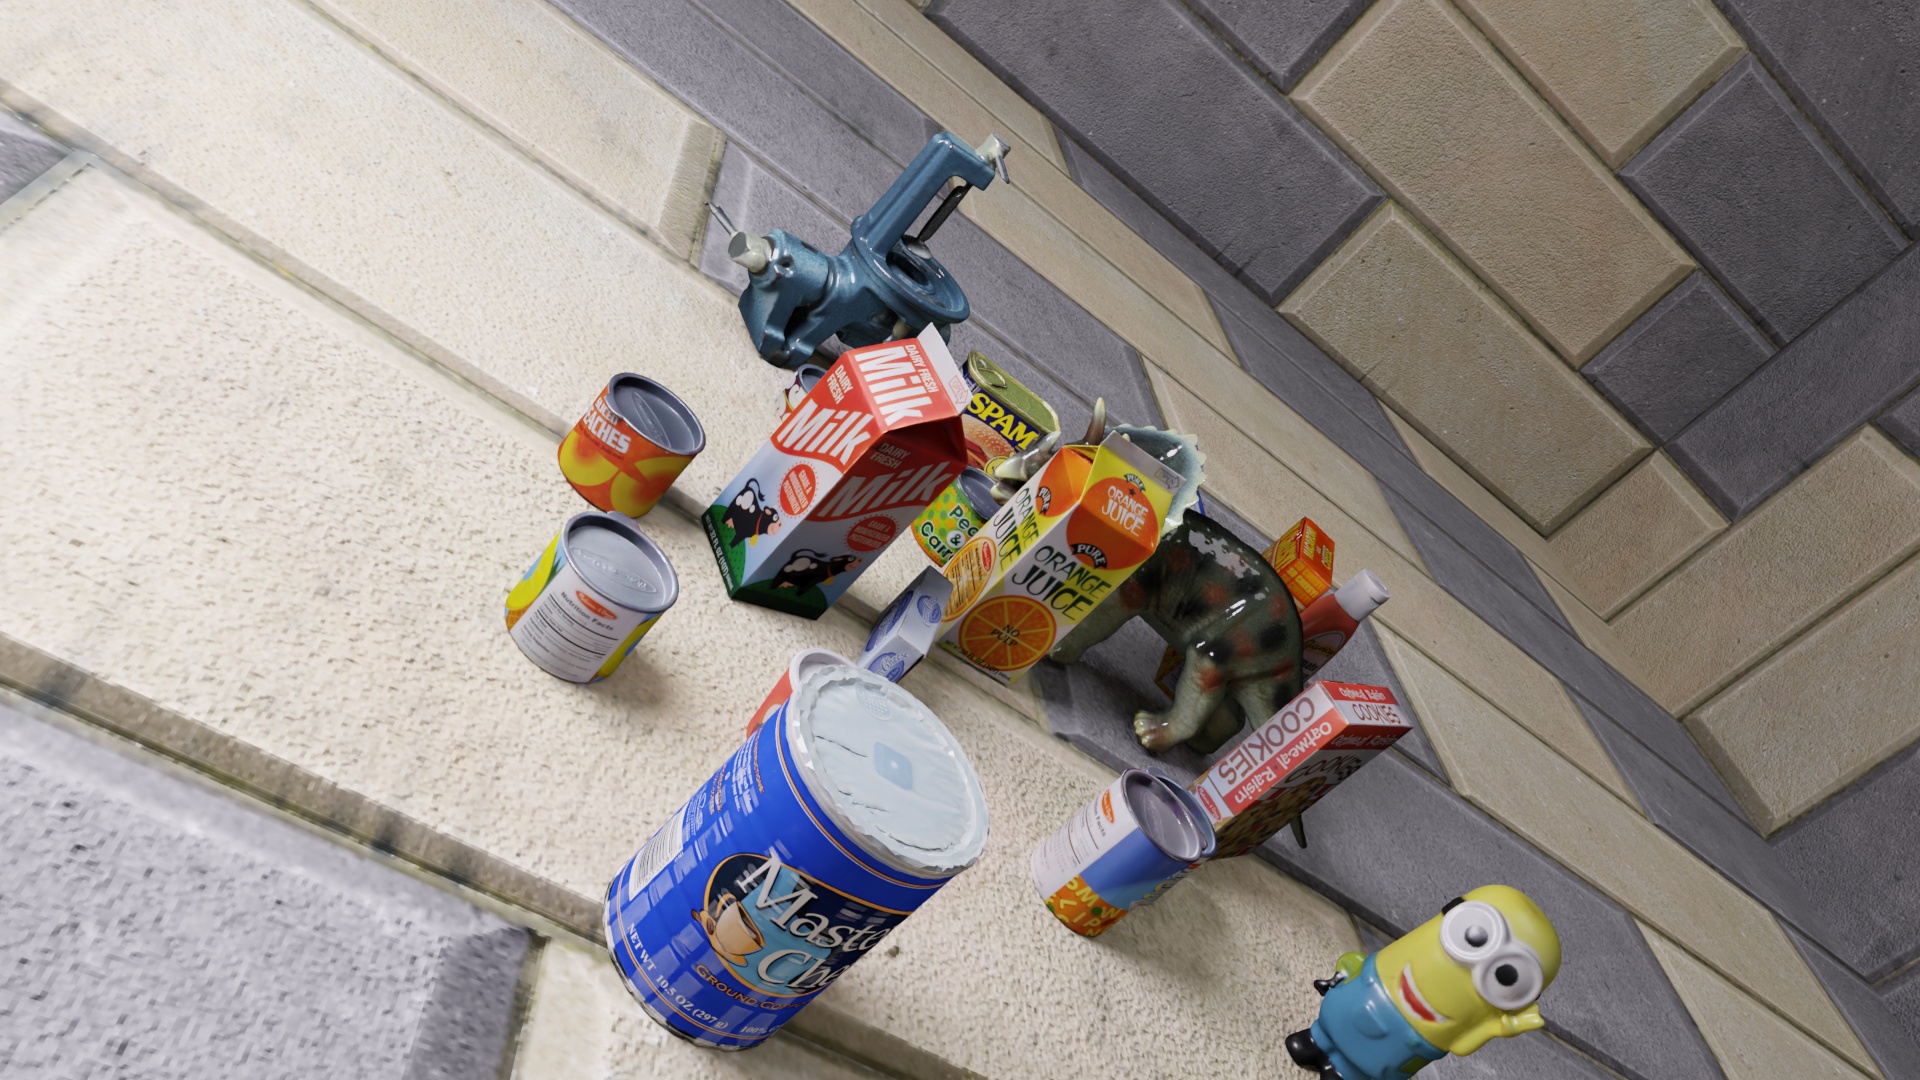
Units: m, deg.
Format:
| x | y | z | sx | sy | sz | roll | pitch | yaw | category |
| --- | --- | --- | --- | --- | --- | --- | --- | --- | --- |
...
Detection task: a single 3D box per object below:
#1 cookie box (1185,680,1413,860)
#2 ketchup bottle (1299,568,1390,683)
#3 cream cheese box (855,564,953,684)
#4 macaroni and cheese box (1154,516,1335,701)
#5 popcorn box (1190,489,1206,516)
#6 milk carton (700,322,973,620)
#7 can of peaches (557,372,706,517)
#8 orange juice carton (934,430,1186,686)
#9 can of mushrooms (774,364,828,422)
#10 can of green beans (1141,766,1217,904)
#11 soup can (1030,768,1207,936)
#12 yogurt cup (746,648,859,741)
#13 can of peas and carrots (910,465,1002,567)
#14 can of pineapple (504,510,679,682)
| x | y | z | sx | sy | sz | roll | pitch | yaw | category |
| --- | --- | --- | --- | --- | --- | --- | --- | --- | --- |
| 0.230 | 0.166 | 0.995 | 0.123 | 0.167 | 0.040 | 11 | 40 | -52 | cookie box |
| 0.343 | 0.087 | 1.331 | 0.064 | 0.148 | 0.044 | 30 | 27 | -31 | ketchup bottle |
| -0.037 | 0.059 | 0.883 | 0.024 | 0.053 | 0.104 | 41 | 24 | -8 | cream cheese box |
| 0.246 | 0.060 | 1.196 | 0.040 | 0.166 | 0.124 | 44 | 23 | -1 | macaroni and cheese box |
| 0.192 | -0.024 | 1.350 | 0.038 | 0.085 | 0.127 | 37 | 25 | -18 | popcorn box |
| -0.066 | -0.043 | 0.834 | 0.073 | 0.190 | 0.072 | 20 | 34 | -45 | milk carton |
| -0.195 | -0.056 | 0.814 | 0.071 | 0.058 | 0.071 | 36 | 25 | -19 | can of peaches |
| 0.066 | 0.006 | 0.963 | 0.072 | 0.192 | 0.073 | 33 | 26 | -26 | orange juice carton |
| -0.105 | -0.098 | 1.058 | 0.071 | 0.033 | 0.071 | 36 | 25 | -19 | can of mushrooms |
| 0.125 | 0.196 | 0.915 | 0.071 | 0.057 | 0.071 | 36 | 25 | -19 | can of green beans |
| 0.096 | 0.191 | 0.843 | 0.071 | 0.083 | 0.072 | 36 | 25 | -19 | soup can |
| -0.078 | 0.100 | 0.750 | 0.072 | 0.053 | 0.073 | 36 | 25 | -19 | yogurt cup |
| 0.004 | -0.013 | 1.063 | 0.071 | 0.058 | 0.071 | 36 | 25 | -19 | can of peas and carrots |
| -0.184 | 0.028 | 0.694 | 0.071 | 0.057 | 0.071 | 36 | 25 | -19 | can of pineapple |
